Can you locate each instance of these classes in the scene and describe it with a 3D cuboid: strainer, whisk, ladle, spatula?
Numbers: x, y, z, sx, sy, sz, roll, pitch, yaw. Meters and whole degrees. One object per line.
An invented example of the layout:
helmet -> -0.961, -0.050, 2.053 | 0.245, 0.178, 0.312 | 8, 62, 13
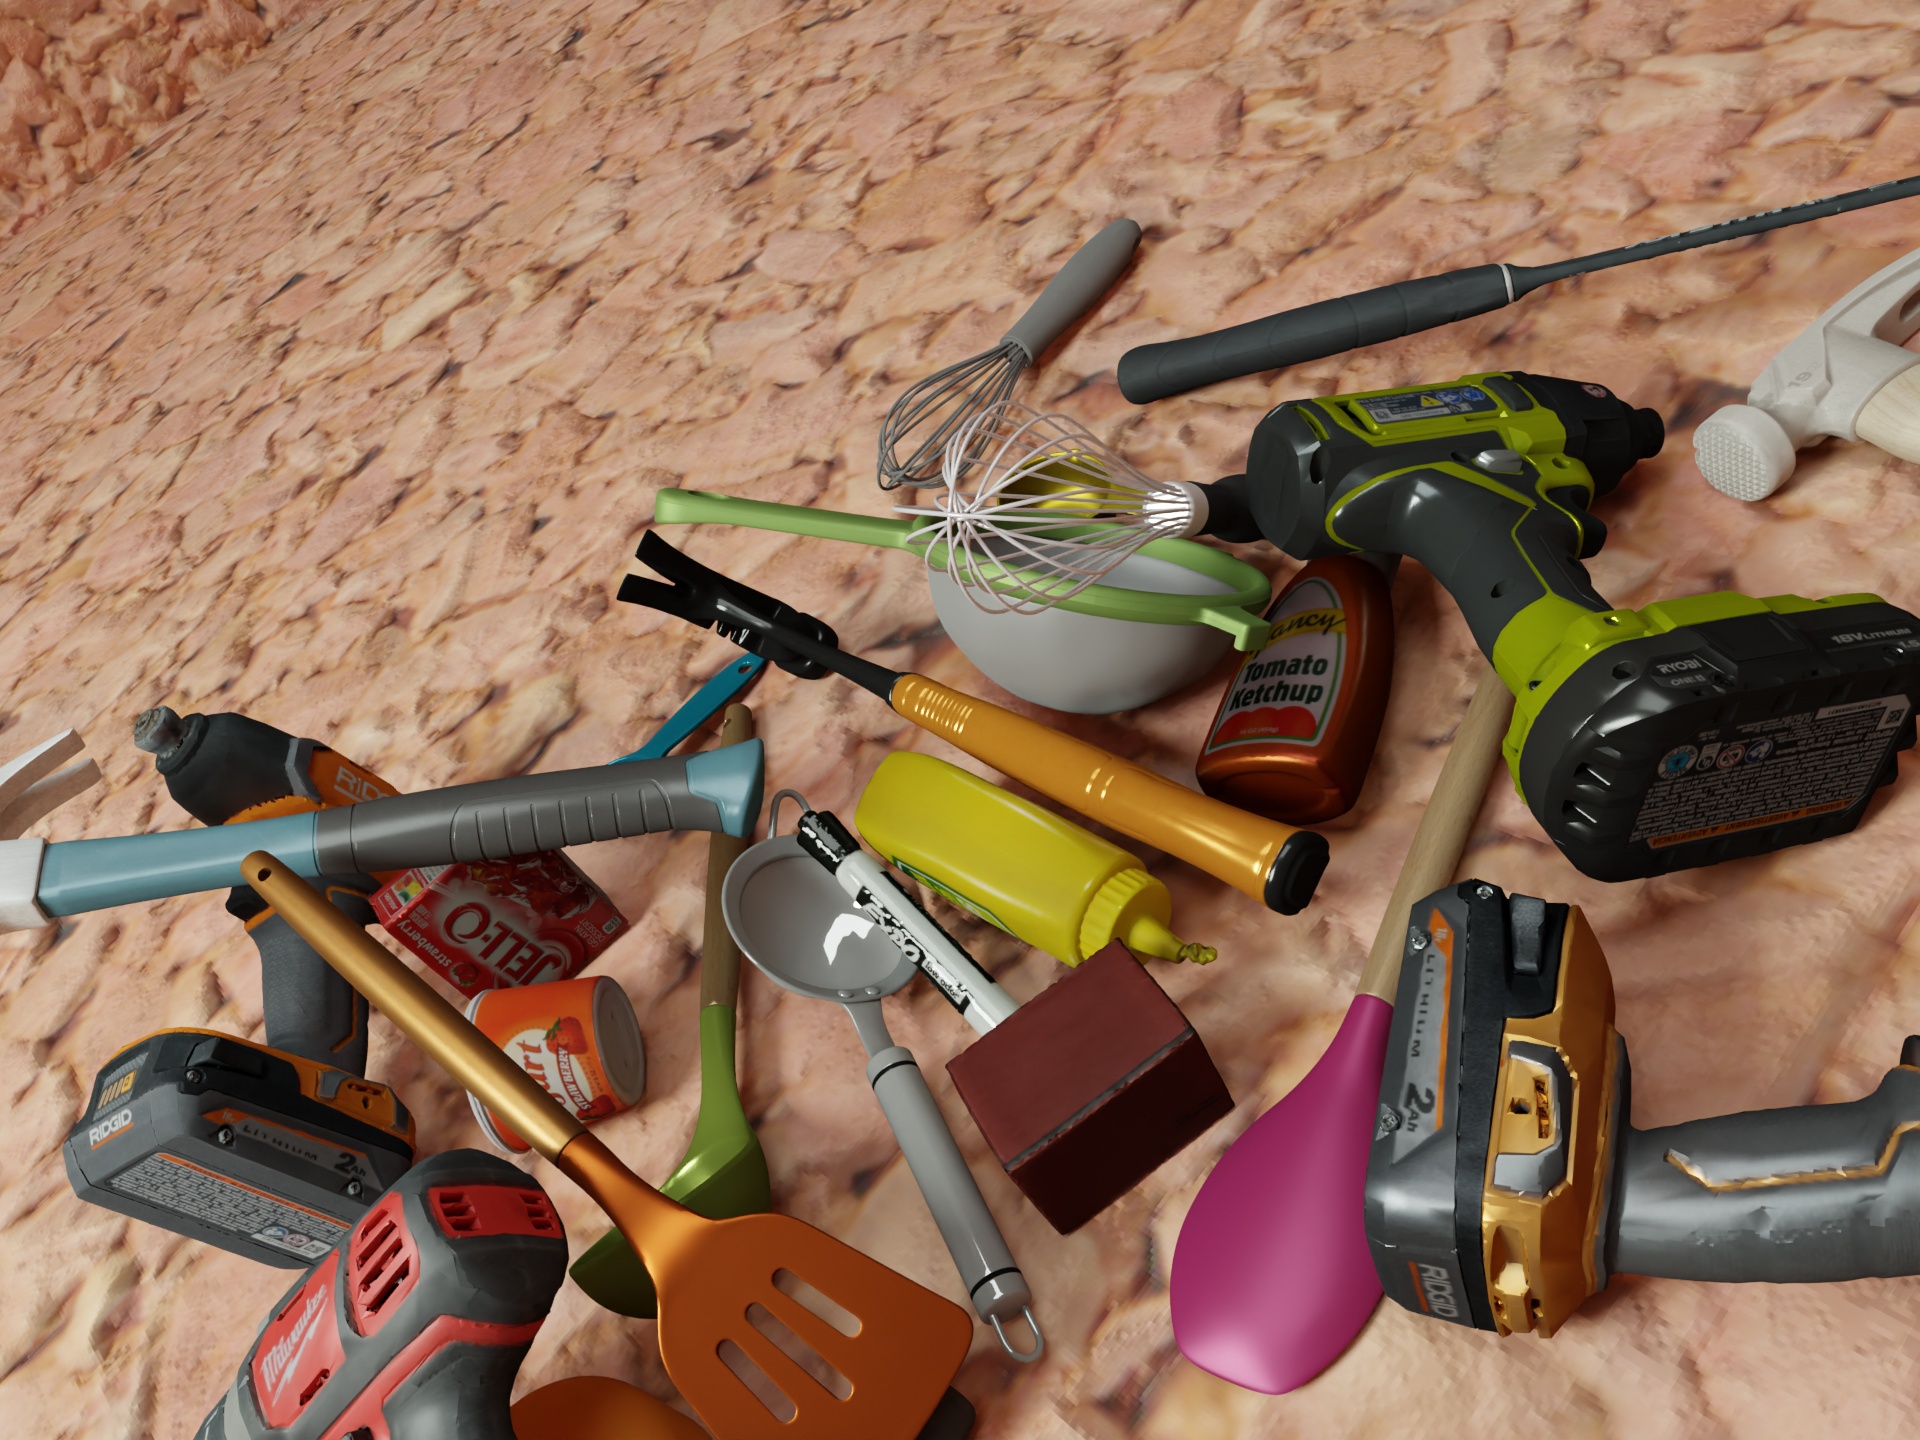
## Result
strainer -> -0.003, -0.048, 0.664 | 0.256, 0.069, 0.151 | 8, 18, 1
whisk -> 0.031, -0.207, 0.877 | 0.055, 0.055, 0.239 | 18, 57, 40
whisk -> 0.069, -0.079, 0.598 | 0.070, 0.070, 0.284 | 1, 8, 31
strainer -> -0.030, 0.127, 0.598 | 0.086, 0.050, 0.259 | 1, 37, -31
ladle -> -0.109, 0.096, 0.663 | 0.078, 0.062, 0.320 | -36, 35, 25
spatula -> -0.142, 0.133, 0.533 | 0.323, 0.041, 0.081 | 31, 72, 27

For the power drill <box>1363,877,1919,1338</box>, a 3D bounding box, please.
power drill -> 0.241, 0.097, 0.442 | 0.226, 0.084, 0.185 | 2, 51, 26

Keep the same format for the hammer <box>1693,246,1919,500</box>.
hammer -> 0.452, -0.059, 0.498 | 0.146, 0.038, 0.411 | -38, 43, -10

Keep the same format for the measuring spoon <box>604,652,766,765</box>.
measuring spoon -> -0.136, 0.010, 0.793 | 0.042, 0.021, 0.129 | 15, 50, 39

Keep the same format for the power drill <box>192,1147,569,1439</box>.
power drill -> -0.155, 0.263, 0.447 | 0.188, 0.080, 0.227 | -48, 54, 14

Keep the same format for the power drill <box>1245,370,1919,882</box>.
power drill -> 0.225, -0.054, 0.570 | 0.171, 0.080, 0.223 | -9, 41, -13

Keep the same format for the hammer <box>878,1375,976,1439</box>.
hammer -> 0.071, 0.280, 0.365 | 0.359, 0.036, 0.149 | 6, 53, 44

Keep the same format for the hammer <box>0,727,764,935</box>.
hammer -> -0.241, 0.048, 0.635 | 0.331, 0.033, 0.128 | -8, 53, -10

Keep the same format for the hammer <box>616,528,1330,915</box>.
hammer -> -0.001, -0.002, 0.652 | 0.337, 0.127, 0.034 | 25, 90, 39

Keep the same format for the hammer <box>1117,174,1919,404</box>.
hammer -> 0.261, -0.198, 0.713 | 0.409, 0.036, 0.149 | -8, 17, 30

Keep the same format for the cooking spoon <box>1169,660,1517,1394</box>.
cooking spoon -> 0.153, 0.077, 0.554 | 0.069, 0.017, 0.319 | 10, 56, 35

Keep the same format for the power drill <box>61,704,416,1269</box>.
power drill -> -0.302, 0.101, 0.689 | 0.084, 0.164, 0.227 | -30, 42, 22

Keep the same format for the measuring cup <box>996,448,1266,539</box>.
measuring cup -> 0.092, -0.093, 0.754 | 0.156, 0.029, 0.062 | 11, 55, 23

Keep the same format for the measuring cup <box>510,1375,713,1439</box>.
measuring cup -> -0.132, 0.291, 0.490 | 0.095, 0.052, 0.174 | -8, 45, 24
